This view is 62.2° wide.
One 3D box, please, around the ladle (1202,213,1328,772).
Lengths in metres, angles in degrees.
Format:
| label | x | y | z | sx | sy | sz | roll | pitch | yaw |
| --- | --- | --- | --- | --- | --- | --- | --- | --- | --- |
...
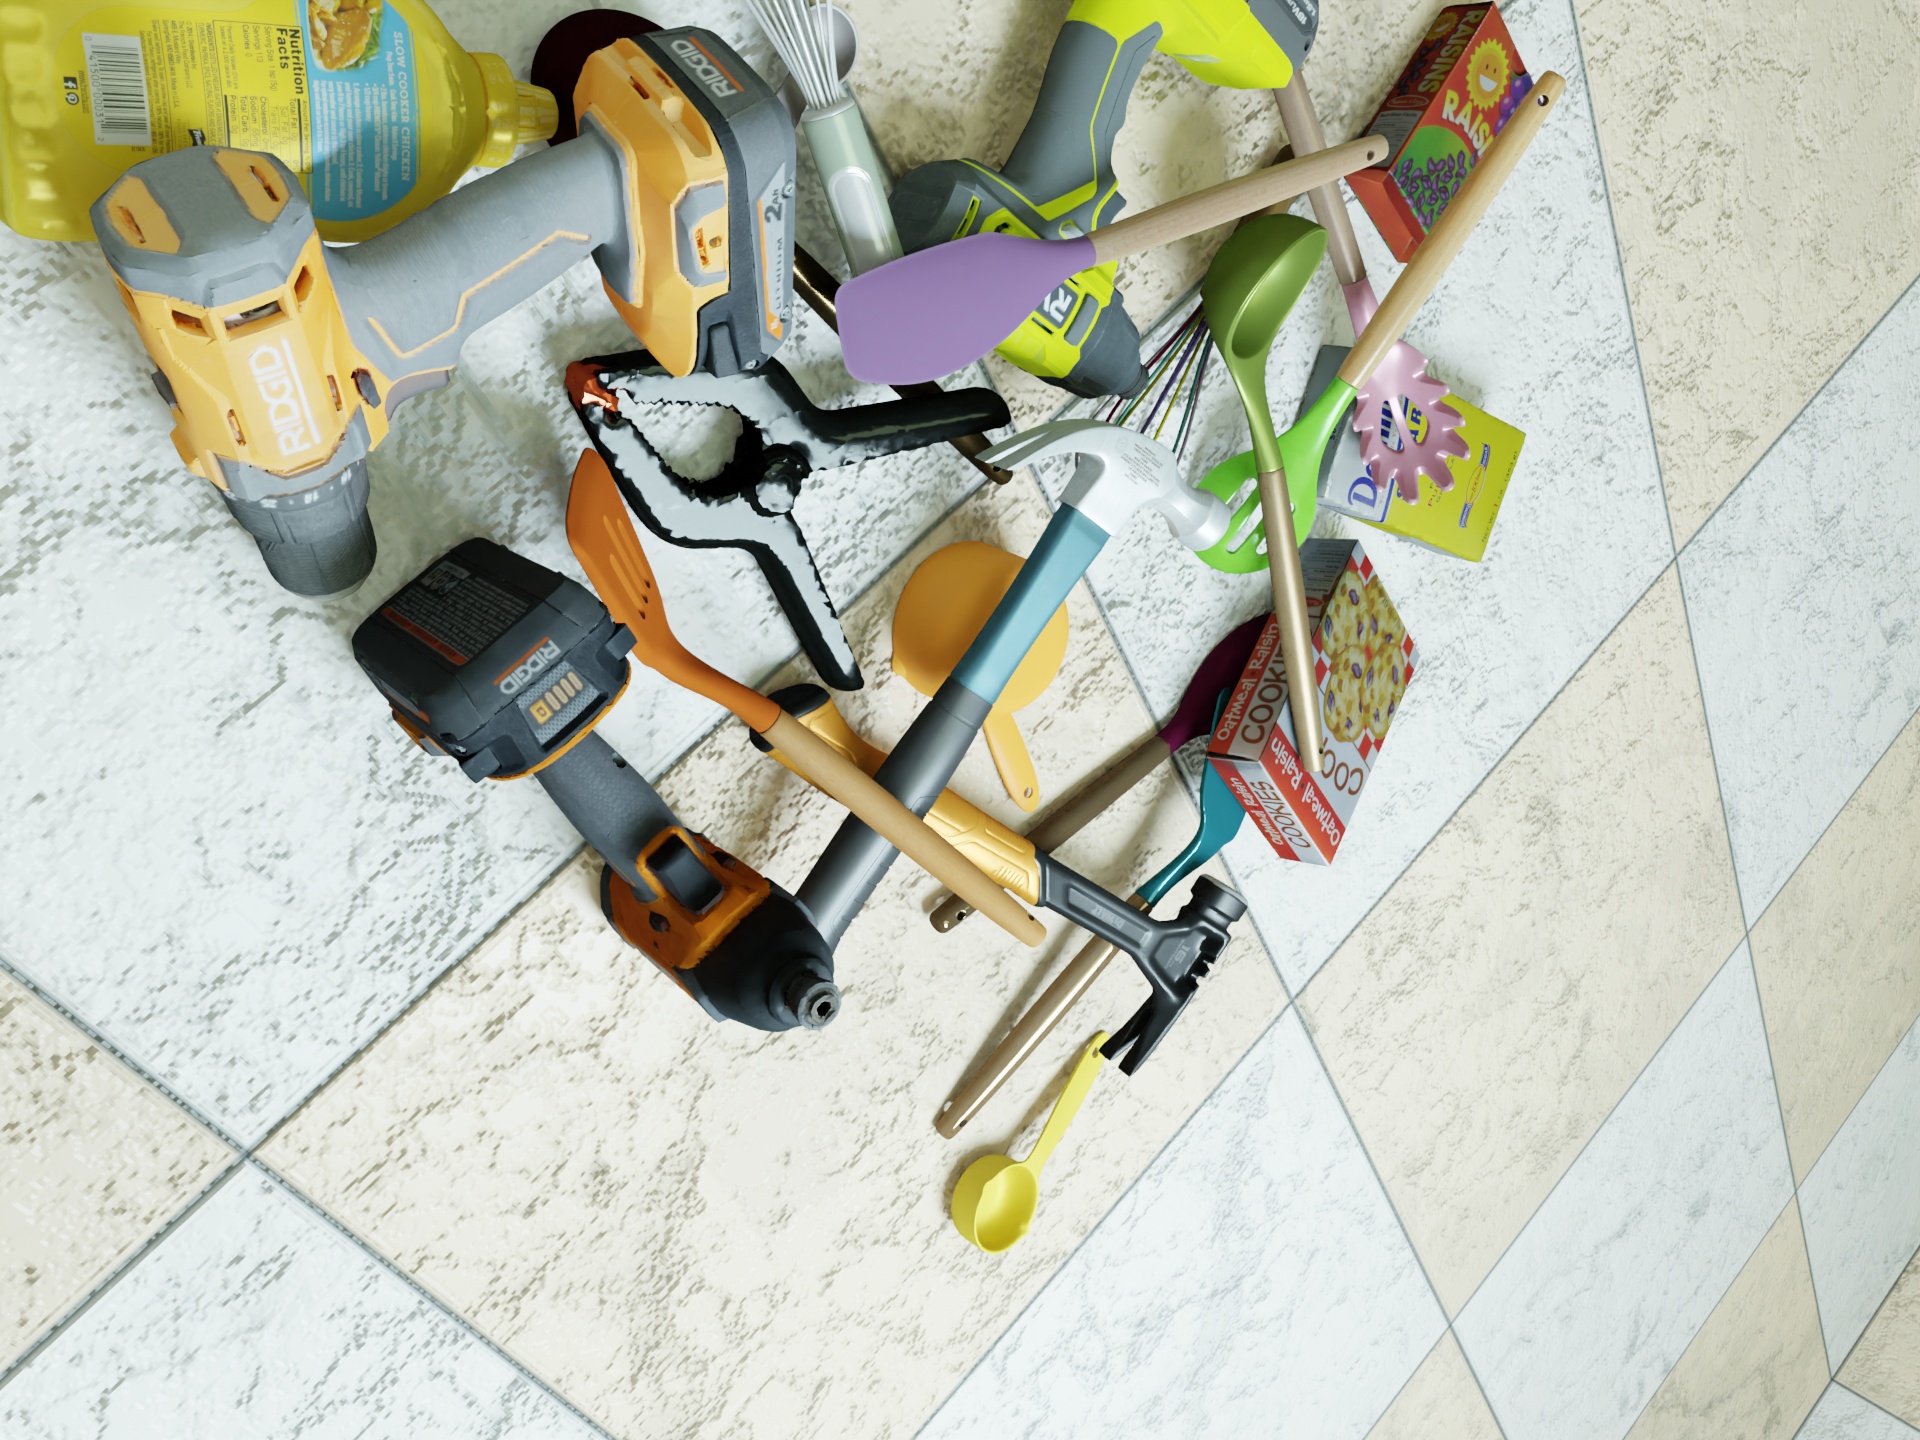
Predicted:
| label | x | y | z | sx | sy | sz | roll | pitch | yaw |
| --- | --- | --- | --- | --- | --- | --- | --- | --- | --- |
| ladle | 0.184 | -0.112 | 0.868 | 0.078 | 0.062 | 0.320 | -35 | 122 | -40 |

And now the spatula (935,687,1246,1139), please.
| label | x | y | z | sx | sy | sz | roll | pitch | yaw |
| --- | --- | --- | --- | --- | --- | --- | --- | --- | --- |
| spatula | 0.088 | 0.123 | 0.964 | 0.317 | 0.044 | 0.082 | -48 | 139 | -5 |

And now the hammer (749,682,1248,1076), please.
| label | x | y | z | sx | sy | sz | roll | pitch | yaw |
| --- | --- | --- | --- | --- | --- | --- | --- | --- | --- |
| hammer | 0.018 | 0.081 | 0.862 | 0.336 | 0.034 | 0.127 | 34 | 89 | -33 |

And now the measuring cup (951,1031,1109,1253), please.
| label | x | y | z | sx | sy | sz | roll | pitch | yaw |
| --- | --- | --- | --- | --- | --- | --- | --- | --- | --- |
| measuring cup | 0.045 | 0.257 | 0.993 | 0.156 | 0.029 | 0.062 | -55 | 132 | -24 |

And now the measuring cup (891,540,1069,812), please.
| label | x | y | z | sx | sy | sz | roll | pitch | yaw |
| --- | --- | --- | --- | --- | --- | --- | --- | --- | --- |
| measuring cup | 0.028 | -0.012 | 0.850 | 0.095 | 0.052 | 0.173 | -36 | 124 | -23 |

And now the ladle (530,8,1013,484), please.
| label | x | y | z | sx | sy | sz | roll | pitch | yaw |
| --- | --- | --- | --- | --- | --- | --- | --- | --- | --- |
| ladle | -0.065 | -0.193 | 0.719 | 0.069 | 0.031 | 0.315 | -53 | 135 | 0 |

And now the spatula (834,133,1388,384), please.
| label | x | y | z | sx | sy | sz | roll | pitch | yaw |
| --- | --- | --- | --- | --- | --- | --- | --- | --- | --- |
| spatula | 0.080 | -0.225 | 0.746 | 0.316 | 0.018 | 0.059 | -26 | 129 | -21 |

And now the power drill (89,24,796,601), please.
| label | x | y | z | sx | sy | sz | roll | pitch | yaw |
| --- | --- | --- | --- | --- | --- | --- | --- | --- | --- |
| power drill | -0.175 | -0.141 | 0.585 | 0.226 | 0.084 | 0.185 | -28 | 154 | -24 |

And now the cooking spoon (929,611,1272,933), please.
| label | x | y | z | sx | sy | sz | roll | pitch | yaw |
| --- | --- | --- | --- | --- | --- | --- | --- | --- | --- |
| cooking spoon | 0.103 | 0.030 | 0.951 | 0.319 | 0.017 | 0.068 | -36 | 126 | -25 |

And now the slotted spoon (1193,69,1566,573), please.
| label | x | y | z | sx | sy | sz | roll | pitch | yaw |
| --- | --- | --- | --- | --- | --- | --- | --- | --- | --- |
| slotted spoon | 0.226 | -0.208 | 0.871 | 0.070 | 0.031 | 0.313 | 30 | 112 | -8 |

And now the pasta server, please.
| label | x | y | z | sx | sy | sz | roll | pitch | yaw |
| --- | --- | --- | --- | --- | --- | --- | --- | --- | --- |
| pasta server | 0.209 | -0.265 | 0.872 | 0.060 | 0.040 | 0.316 | -21 | 116 | 13 |

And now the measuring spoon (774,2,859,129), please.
| label | x | y | z | sx | sy | sz | roll | pitch | yaw |
| --- | --- | --- | --- | --- | --- | --- | --- | --- | --- |
| measuring spoon | -0.087 | -0.257 | 0.694 | 0.034 | 0.018 | 0.124 | 31 | 93 | -44 |

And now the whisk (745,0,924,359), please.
| label | x | y | z | sx | sy | sz | roll | pitch | yaw |
| --- | --- | --- | --- | --- | --- | --- | --- | --- | --- |
| whisk | -0.058 | -0.263 | 0.665 | 0.058 | 0.059 | 0.246 | -15 | 121 | 7 |

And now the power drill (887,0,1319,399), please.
| label | x | y | z | sx | sy | sz | roll | pitch | yaw |
| --- | --- | --- | --- | --- | --- | --- | --- | --- | --- |
| power drill | 0.075 | -0.278 | 0.776 | 0.171 | 0.080 | 0.223 | 27 | 93 | -42 |

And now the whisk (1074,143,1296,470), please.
| label | x | y | z | sx | sy | sz | roll | pitch | yaw |
| --- | --- | --- | --- | --- | --- | --- | --- | --- | --- |
| whisk | 0.130 | -0.212 | 0.866 | 0.047 | 0.051 | 0.245 | 35 | 80 | -36 |

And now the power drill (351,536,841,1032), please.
| label | x | y | z | sx | sy | sz | roll | pitch | yaw |
| --- | --- | --- | --- | --- | --- | --- | --- | --- | --- |
| power drill | -0.138 | 0.040 | 0.665 | 0.084 | 0.164 | 0.226 | -44 | 127 | -18 |

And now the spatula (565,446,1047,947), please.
| label | x | y | z | sx | sy | sz | roll | pitch | yaw |
| --- | --- | --- | --- | --- | --- | --- | --- | --- | --- |
| spatula | -0.062 | 0.009 | 0.713 | 0.041 | 0.081 | 0.322 | -38 | 119 | 19 |

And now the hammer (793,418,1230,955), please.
| label | x | y | z | sx | sy | sz | roll | pitch | yaw |
| --- | --- | --- | --- | --- | --- | --- | --- | --- | --- |
| hammer | -0.001 | -0.002 | 0.779 | 0.128 | 0.033 | 0.331 | 34 | 91 | -32 |
